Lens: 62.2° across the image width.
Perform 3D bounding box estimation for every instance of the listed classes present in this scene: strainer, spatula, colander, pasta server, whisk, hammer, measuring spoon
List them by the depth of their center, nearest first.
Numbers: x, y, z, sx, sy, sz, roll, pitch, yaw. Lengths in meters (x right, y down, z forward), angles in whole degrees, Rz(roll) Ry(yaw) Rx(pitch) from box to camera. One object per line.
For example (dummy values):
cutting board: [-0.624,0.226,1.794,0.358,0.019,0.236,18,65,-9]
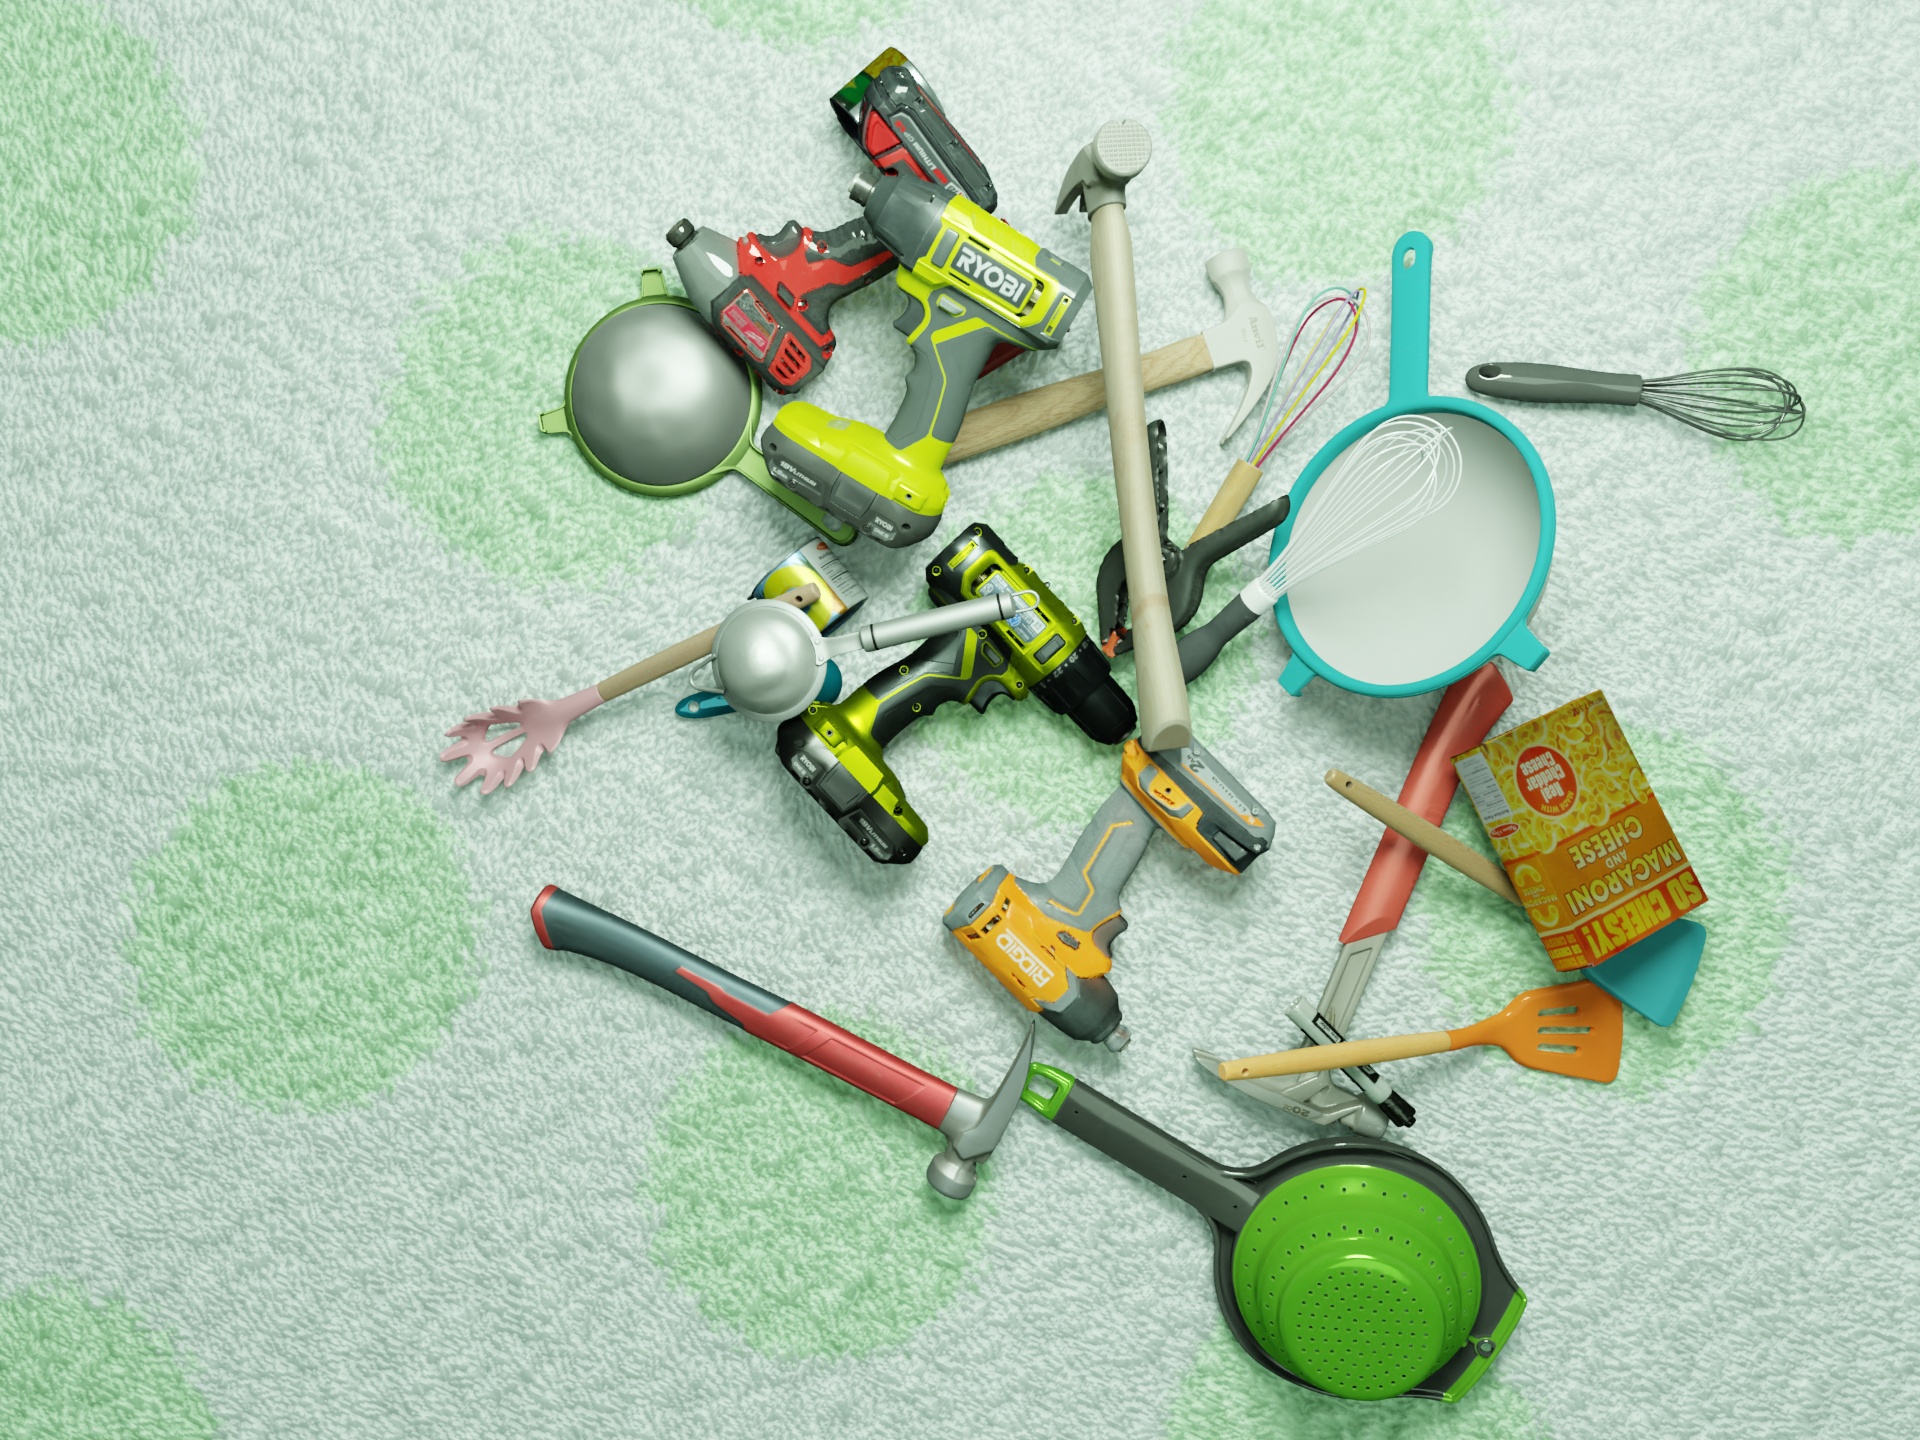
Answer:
hammer: [0.115,-0.184,1.094,0.038,0.146,0.410,-6,91,-8]
strainer: [-0.071,-0.056,1.100,0.258,0.050,0.087,-13,92,6]
whisk: [0.230,-0.106,1.103,0.070,0.070,0.284,47,123,1]
strainer: [0.334,-0.174,1.125,0.211,0.095,0.340,-7,73,43]
spatula: [0.331,0.233,1.131,0.322,0.041,0.081,-3,96,-21]
spatula: [0.391,0.113,1.133,0.317,0.044,0.082,30,79,-15]
colander: [0.211,0.368,1.134,0.397,0.094,0.204,30,102,5]
whisk: [0.220,-0.203,1.144,0.051,0.047,0.245,20,107,-39]
whisk: [0.486,-0.235,1.147,0.239,0.055,0.055,7,92,7]
pasta server: [-0.240,-0.029,1.156,0.316,0.040,0.060,-24,104,16]
strainer: [-0.182,-0.211,1.164,0.256,0.069,0.151,37,92,3]
hammer: [0.304,0.119,1.165,0.149,0.037,0.359,22,93,2]
measuring spoon: [0.365,-0.094,1.167,0.124,0.018,0.034,-16,91,4]
hammer: [0.073,-0.231,1.171,0.331,0.031,0.130,-19,90,3]
hammer: [-0.136,0.206,1.179,0.386,0.038,0.143,26,101,3]
measuring spoon: [-0.152,-0.020,1.189,0.128,0.021,0.042,-12,91,1]

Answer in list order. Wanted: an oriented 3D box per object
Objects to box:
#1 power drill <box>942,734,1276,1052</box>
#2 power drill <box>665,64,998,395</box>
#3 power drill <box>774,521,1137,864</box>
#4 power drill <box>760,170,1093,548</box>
power drill: [0.120,0.124,1.154,0.226,0.084,0.164,-44,90,7]
power drill: [-0.094,-0.346,1.118,0.219,0.079,0.143,-37,118,16]
power drill: [-0.002,-0.004,1.157,0.228,0.080,0.190,-43,97,0]
power drill: [-0.038,-0.247,1.086,0.171,0.080,0.223,31,114,-4]
